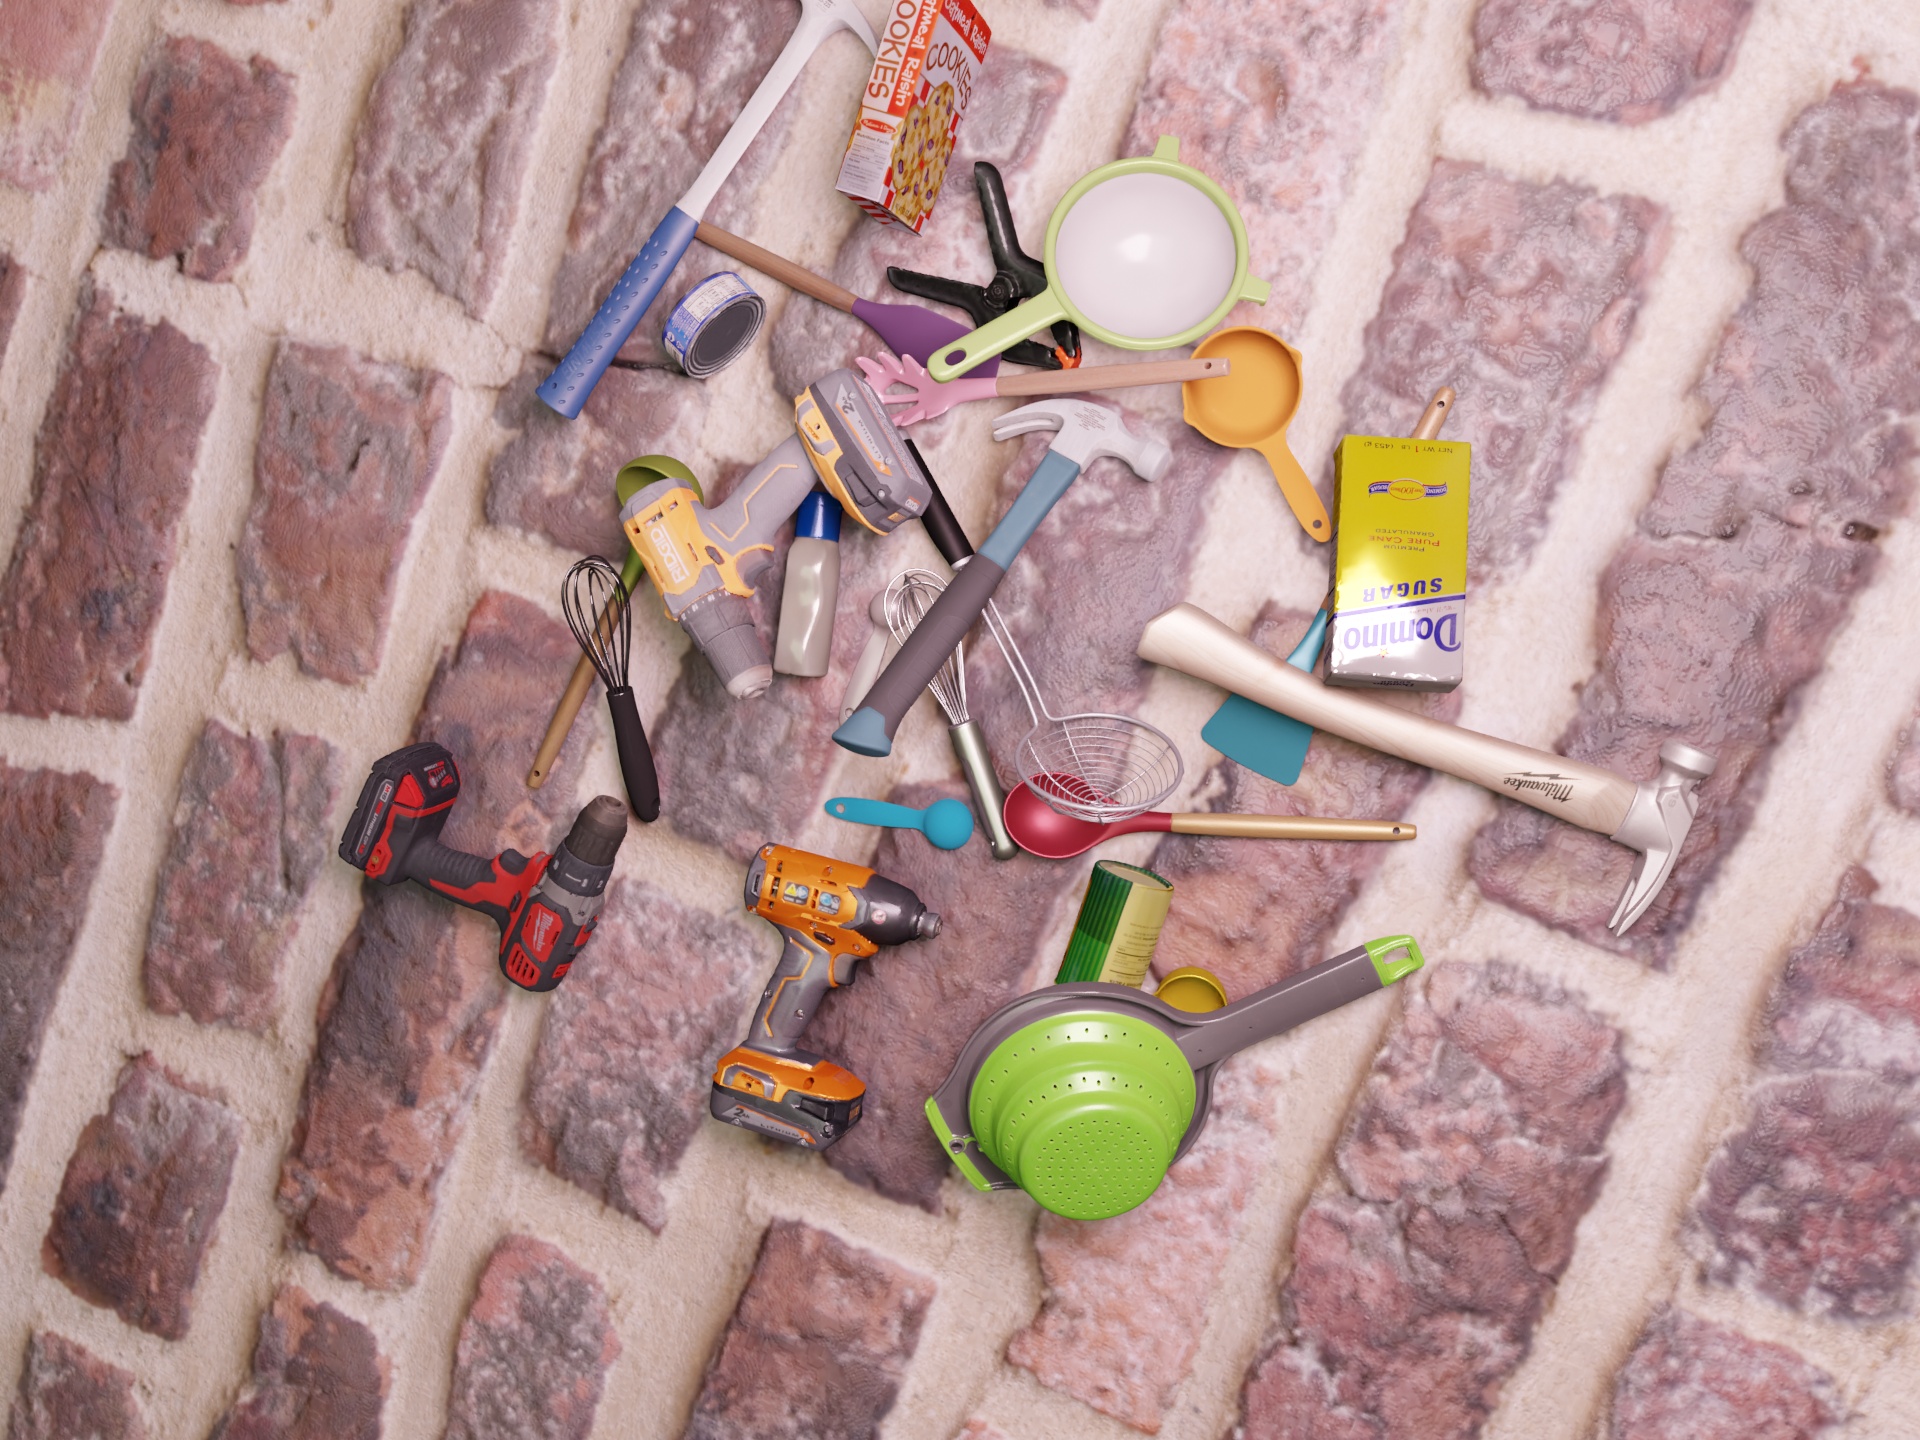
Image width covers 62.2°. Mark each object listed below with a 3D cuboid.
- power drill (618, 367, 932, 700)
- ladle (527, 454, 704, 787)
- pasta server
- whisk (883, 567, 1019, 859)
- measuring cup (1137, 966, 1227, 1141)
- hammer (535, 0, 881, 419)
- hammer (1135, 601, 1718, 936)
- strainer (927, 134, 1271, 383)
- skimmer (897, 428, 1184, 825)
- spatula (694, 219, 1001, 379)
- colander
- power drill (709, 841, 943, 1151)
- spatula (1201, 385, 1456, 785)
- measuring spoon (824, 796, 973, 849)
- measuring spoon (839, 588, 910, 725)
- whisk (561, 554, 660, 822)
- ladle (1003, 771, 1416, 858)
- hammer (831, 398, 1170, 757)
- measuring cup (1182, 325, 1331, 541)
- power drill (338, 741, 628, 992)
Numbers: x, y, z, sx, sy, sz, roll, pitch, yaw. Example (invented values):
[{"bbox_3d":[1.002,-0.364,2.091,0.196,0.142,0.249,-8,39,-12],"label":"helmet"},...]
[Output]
[{"bbox_3d":[-0.135,-0.140,1.226,0.226,0.084,0.185,-31,78,13],"label":"power drill"},{"bbox_3d":[-0.305,-0.078,1.347,0.078,0.062,0.320,29,104,3],"label":"ladle"},{"bbox_3d":[0.050,-0.257,1.210,0.316,0.040,0.060,2,90,29],"label":"pasta server"},{"bbox_3d":[-0.002,-0.004,1.272,0.059,0.058,0.246,-20,93,-13],"label":"whisk"},{"bbox_3d":[0.168,0.264,1.258,0.062,0.029,0.156,18,111,6],"label":"measuring cup"},{"bbox_3d":[-0.211,-0.416,1.286,0.144,0.035,0.405,40,100,15],"label":"hammer"},{"bbox_3d":[0.322,0.019,1.159,0.410,0.038,0.146,21,101,6],"label":"hammer"},{"bbox_3d":[0.090,-0.311,1.187,0.256,0.069,0.151,-29,81,-2],"label":"strainer"},{"bbox_3d":[0.044,-0.082,1.228,0.363,0.127,0.090,62,149,9],"label":"skimmer"},{"bbox_3d":[-0.106,-0.343,1.285,0.316,0.018,0.059,30,132,14],"label":"spatula"},{"bbox_3d":[0.168,0.270,1.186,0.397,0.095,0.204,-26,114,9],"label":"colander"},{"bbox_3d":[-0.110,0.227,1.302,0.164,0.084,0.226,13,94,14],"label":"power drill"},{"bbox_3d":[0.288,-0.104,1.194,0.082,0.044,0.317,29,97,12],"label":"spatula"},{"bbox_3d":[-0.054,0.080,1.303,0.128,0.021,0.042,7,96,14],"label":"measuring spoon"},{"bbox_3d":[-0.075,-0.049,1.302,0.034,0.018,0.124,24,101,13],"label":"measuring spoon"},{"bbox_3d":[-0.285,-0.022,1.324,0.055,0.055,0.238,-3,112,16],"label":"whisk"},{"bbox_3d":[0.190,0.079,1.233,0.315,0.031,0.069,2,87,14],"label":"ladle"},{"bbox_3d":[0.016,-0.108,1.201,0.128,0.033,0.331,33,78,15],"label":"hammer"},{"bbox_3d":[0.232,-0.213,1.189,0.095,0.052,0.173,-28,97,17],"label":"measuring cup"},{"bbox_3d":[-0.402,0.105,1.373,0.227,0.080,0.188,32,107,8],"label":"power drill"}]
